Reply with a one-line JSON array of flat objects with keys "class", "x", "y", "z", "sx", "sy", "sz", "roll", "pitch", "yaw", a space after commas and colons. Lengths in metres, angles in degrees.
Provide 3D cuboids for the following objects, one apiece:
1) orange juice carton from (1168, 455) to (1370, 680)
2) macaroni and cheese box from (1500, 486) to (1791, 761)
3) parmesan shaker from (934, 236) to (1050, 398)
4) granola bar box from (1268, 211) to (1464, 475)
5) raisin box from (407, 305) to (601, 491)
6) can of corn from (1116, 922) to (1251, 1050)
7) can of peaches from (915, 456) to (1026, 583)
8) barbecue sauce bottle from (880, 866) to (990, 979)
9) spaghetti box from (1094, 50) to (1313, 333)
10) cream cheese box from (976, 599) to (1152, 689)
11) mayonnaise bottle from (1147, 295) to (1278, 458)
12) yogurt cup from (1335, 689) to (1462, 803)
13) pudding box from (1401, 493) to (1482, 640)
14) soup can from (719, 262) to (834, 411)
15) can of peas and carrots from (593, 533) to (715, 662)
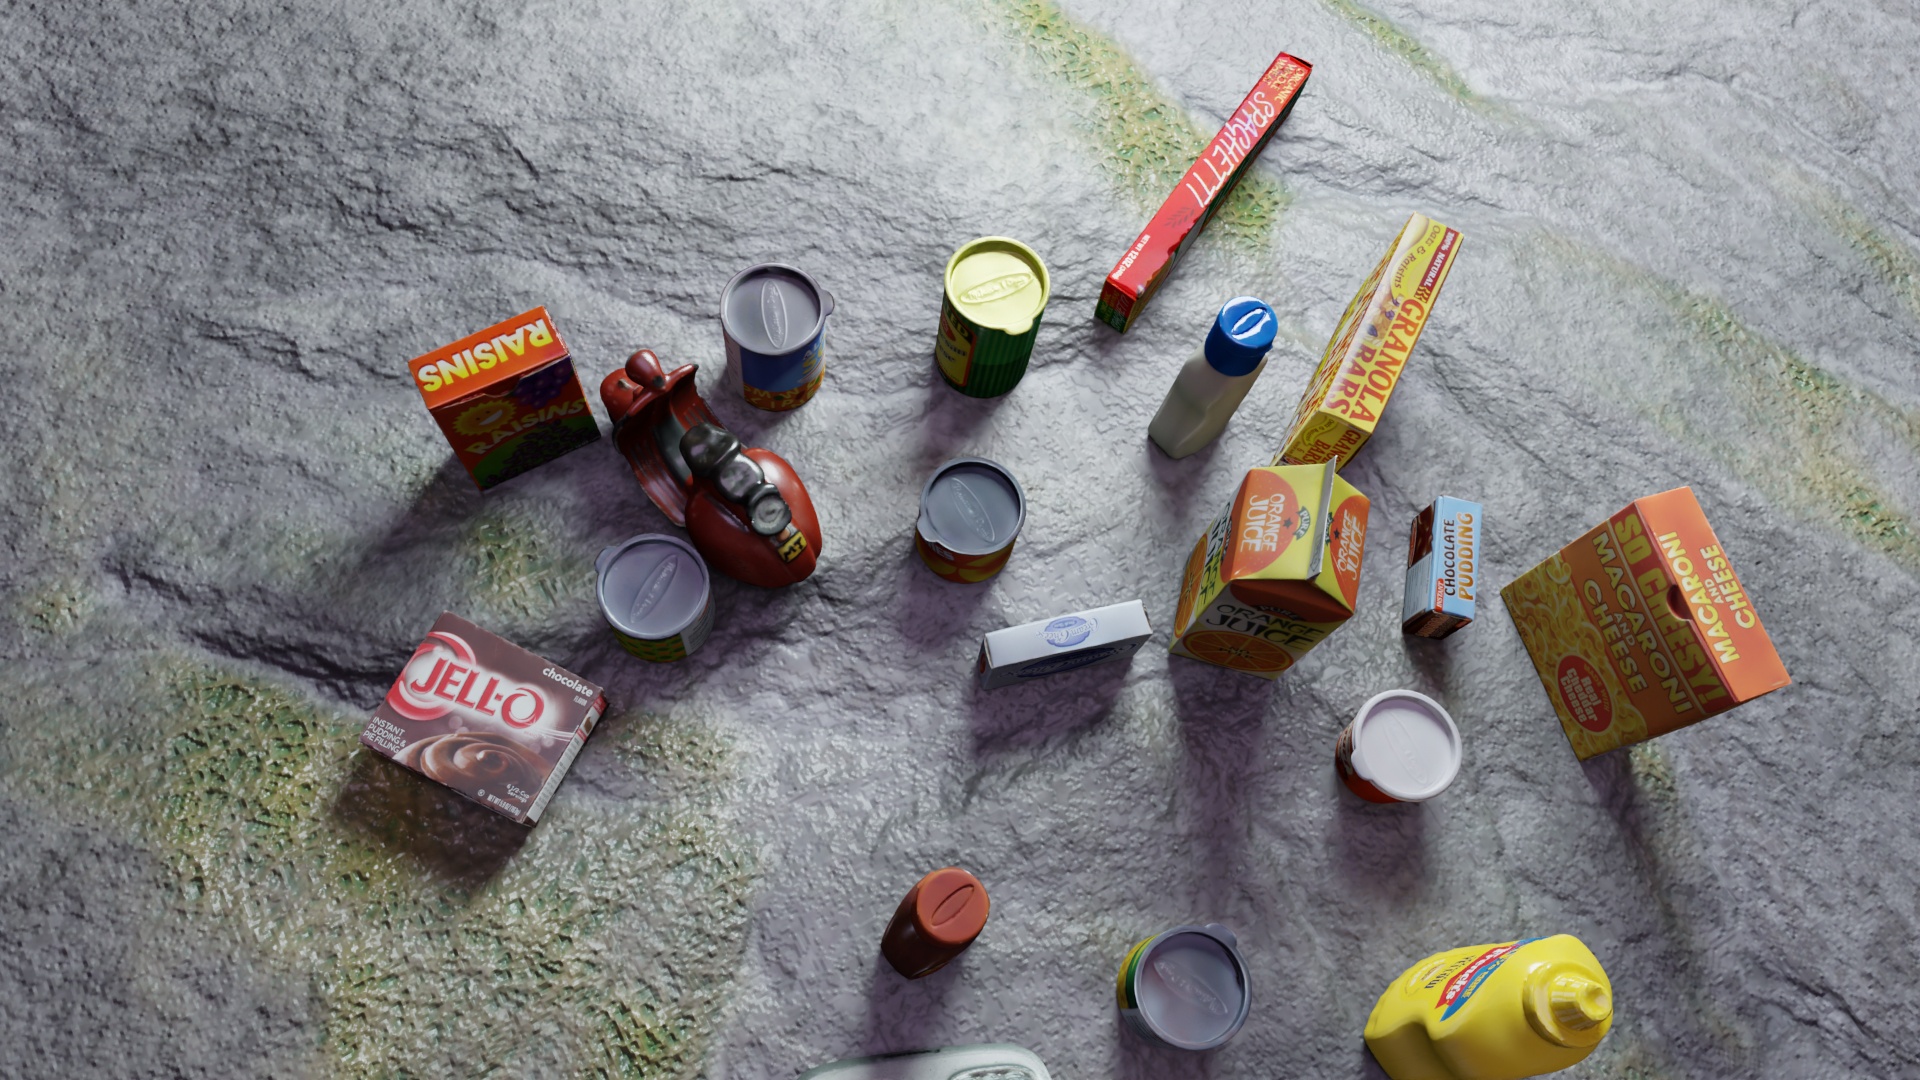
[{"class": "orange juice carton", "x": 0.184, "y": 0.018, "z": 0.817, "sx": 0.073, "sy": 0.192, "sz": 0.072, "roll": 15, "pitch": 69, "yaw": 0}, {"class": "macaroni and cheese box", "x": 0.404, "y": 0.056, "z": 0.839, "sx": 0.040, "sy": 0.166, "sz": 0.124, "roll": -15, "pitch": 72, "yaw": -11}, {"class": "parmesan shaker", "x": 0.019, "y": -0.141, "z": 0.908, "sx": 0.071, "sy": 0.102, "sz": 0.071, "roll": 2, "pitch": 70, "yaw": -5}, {"class": "granola bar box", "x": 0.262, "y": -0.115, "z": 0.912, "sx": 0.039, "sy": 0.123, "sz": 0.166, "roll": 28, "pitch": 70, "yaw": 5}, {"class": "raisin box", "x": -0.275, "y": -0.084, "z": 0.847, "sx": 0.086, "sy": 0.123, "sz": 0.040, "roll": -26, "pitch": 74, "yaw": -14}, {"class": "can of corn", "x": 0.128, "y": 0.254, "z": 0.794, "sx": 0.071, "sy": 0.058, "sz": 0.071, "roll": 2, "pitch": 70, "yaw": -5}, {"class": "can of peaches", "x": 0.003, "y": -0.011, "z": 0.882, "sx": 0.071, "sy": 0.058, "sz": 0.071, "roll": 2, "pitch": 70, "yaw": -5}, {"class": "barbecue sauce bottle", "x": -0.011, "y": 0.204, "z": 0.751, "sx": 0.065, "sy": 0.148, "sz": 0.044, "roll": -40, "pitch": 78, "yaw": -17}, {"class": "spaghetti box", "x": 0.176, "y": -0.252, "z": 0.994, "sx": 0.029, "sy": 0.050, "sz": 0.251, "roll": 34, "pitch": 70, "yaw": 7}, {"class": "cream cheese box", "x": 0.063, "y": 0.065, "z": 0.862, "sx": 0.104, "sy": 0.053, "sz": 0.024, "roll": -12, "pitch": 72, "yaw": -10}, {"class": "mayonnaise bottle", "x": 0.163, "y": -0.104, "z": 0.885, "sx": 0.065, "sy": 0.147, "sz": 0.041, "roll": -38, "pitch": 78, "yaw": -17}, {"class": "yogurt cup", "x": 0.266, "y": 0.131, "z": 0.857, "sx": 0.072, "sy": 0.053, "sz": 0.072, "roll": 2, "pitch": 69, "yaw": -5}, {"class": "pudding box", "x": 0.314, "y": 0.017, "z": 0.907, "sx": 0.030, "sy": 0.049, "sz": 0.084, "roll": 13, "pitch": 69, "yaw": -1}, {"class": "soup can", "x": -0.118, "y": -0.131, "z": 0.901, "sx": 0.071, "sy": 0.083, "sz": 0.071, "roll": 2, "pitch": 70, "yaw": -5}, {"class": "can of peas and carrots", "x": -0.186, "y": 0.035, "z": 0.846, "sx": 0.071, "sy": 0.058, "sz": 0.071, "roll": 2, "pitch": 70, "yaw": -5}]
